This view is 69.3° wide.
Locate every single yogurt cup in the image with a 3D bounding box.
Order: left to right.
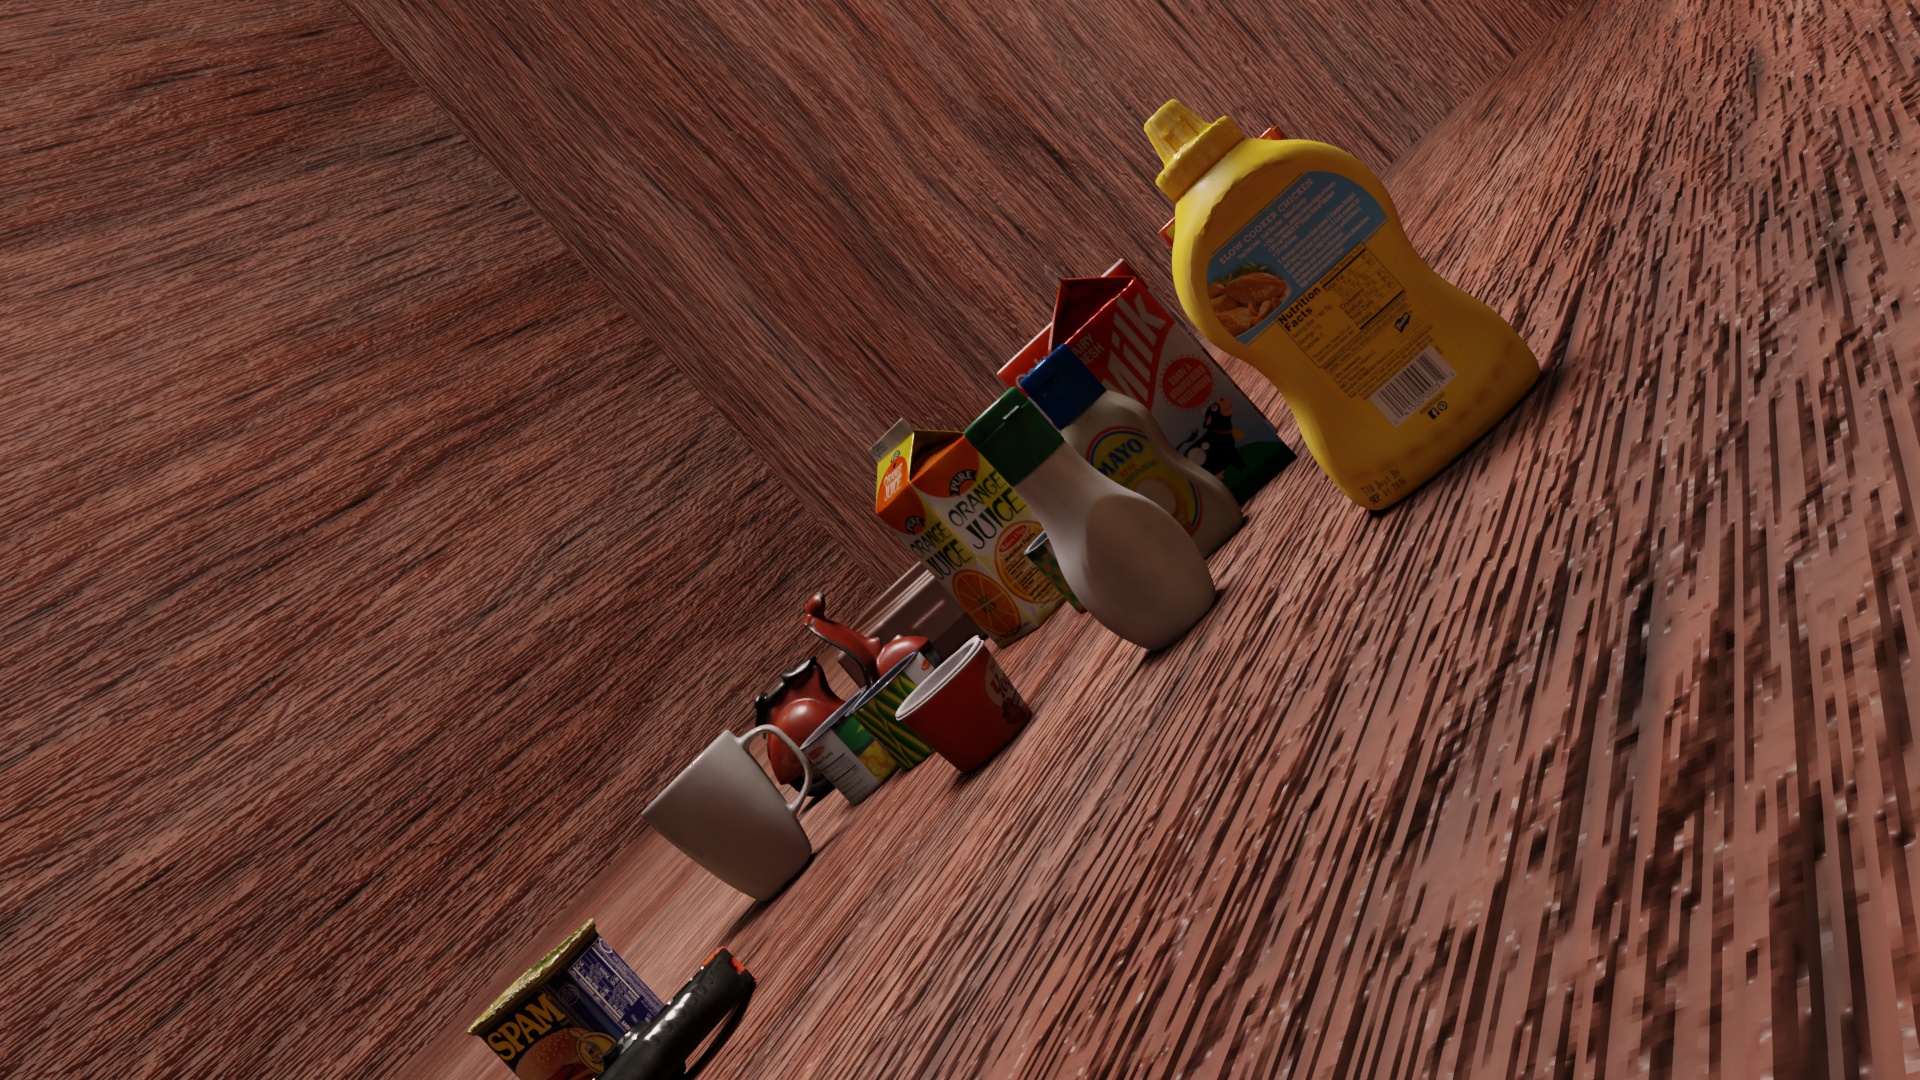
[{"bbox_3d":[0.004,0.098,0.809,0.072,0.054,0.072,-42,3,2],"label":"yogurt cup"}]

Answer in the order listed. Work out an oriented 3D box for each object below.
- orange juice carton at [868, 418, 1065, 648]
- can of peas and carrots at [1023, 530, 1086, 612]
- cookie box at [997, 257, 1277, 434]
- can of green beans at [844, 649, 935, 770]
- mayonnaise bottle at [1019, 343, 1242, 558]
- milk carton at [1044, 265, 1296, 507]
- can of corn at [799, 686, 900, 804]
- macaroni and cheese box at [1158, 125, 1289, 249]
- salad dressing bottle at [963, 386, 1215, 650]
[{"bbox_3d":[0.004,-0.014,1.108,0.073,0.192,0.071,-44,3,-31],"label":"orange juice carton"},{"bbox_3d":[0.088,0.008,0.981,0.071,0.058,0.071,-42,2,2],"label":"can of peas and carrots"},{"bbox_3d":[0.127,-0.102,1.010,0.123,0.167,0.040,-42,2,9],"label":"cookie box"},{"bbox_3d":[-0.035,0.120,0.985,0.071,0.058,0.071,-42,3,2],"label":"can of green beans"},{"bbox_3d":[0.096,-0.049,0.814,0.064,0.148,0.041,-42,2,17],"label":"mayonnaise bottle"},{"bbox_3d":[0.118,-0.101,0.881,0.073,0.190,0.072,-42,2,6],"label":"milk carton"},{"bbox_3d":[-0.075,0.152,1.037,0.071,0.058,0.071,-42,3,2],"label":"can of corn"},{"bbox_3d":[0.262,-0.231,1.126,0.123,0.166,0.040,-41,3,25],"label":"macaroni and cheese box"},{"bbox_3d":[0.064,-0.012,0.699,0.064,0.147,0.044,-43,2,-19],"label":"salad dressing bottle"}]
